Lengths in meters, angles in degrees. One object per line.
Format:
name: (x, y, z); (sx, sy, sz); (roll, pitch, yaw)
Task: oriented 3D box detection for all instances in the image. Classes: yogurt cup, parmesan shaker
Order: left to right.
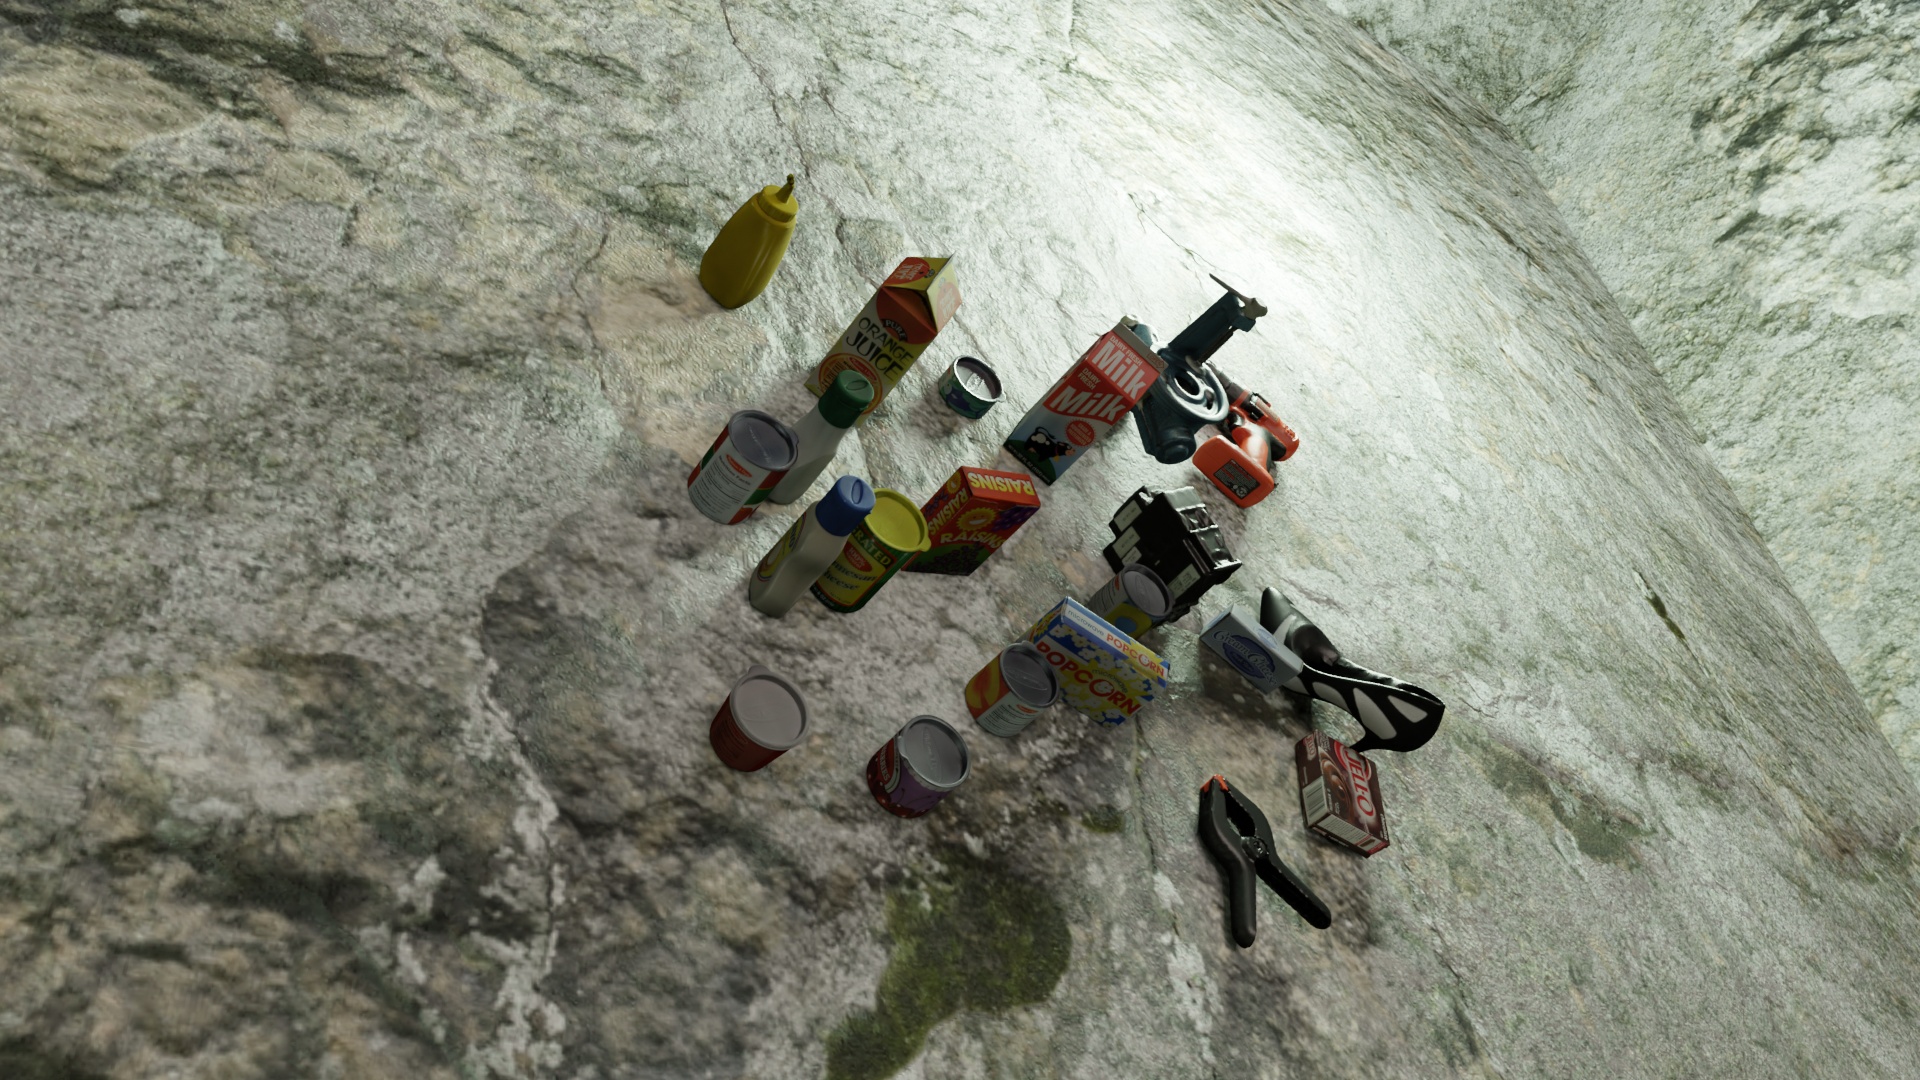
yogurt cup: (-0.157, 0.142, 1.069); (0.072, 0.053, 0.073); (24, 42, -24)
parmesan shaker: (-0.081, 0.012, 1.216); (0.071, 0.102, 0.072); (24, 42, -24)

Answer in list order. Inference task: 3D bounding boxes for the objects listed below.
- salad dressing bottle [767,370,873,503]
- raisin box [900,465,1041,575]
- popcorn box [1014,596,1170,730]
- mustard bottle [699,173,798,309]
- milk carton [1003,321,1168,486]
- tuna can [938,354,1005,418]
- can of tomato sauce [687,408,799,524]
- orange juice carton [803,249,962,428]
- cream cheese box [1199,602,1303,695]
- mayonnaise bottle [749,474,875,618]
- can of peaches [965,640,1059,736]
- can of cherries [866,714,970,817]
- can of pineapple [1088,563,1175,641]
salad dressing bottle: (-0.129, -0.092, 1.233); (0.064, 0.147, 0.044); (-22, 72, -50)
raisin box: (0.005, -0.016, 1.303); (0.086, 0.122, 0.040); (7, 52, -38)
popcorn box: (0.122, 0.117, 1.316); (0.126, 0.085, 0.038); (33, 39, -14)
mustard bottle: (-0.196, -0.296, 1.350); (0.065, 0.159, 0.049); (48, 38, 4)
milk carton: (0.137, -0.151, 1.490); (0.072, 0.189, 0.074); (41, 38, -5)
tuna can: (0.013, -0.166, 1.521); (0.071, 0.032, 0.071); (24, 42, -24)
can of tomato sauce: (-0.189, -0.064, 1.206); (0.071, 0.082, 0.071); (24, 42, -24)
orange juice carton: (-0.066, -0.205, 1.356); (0.073, 0.191, 0.072); (39, 38, -7)
cream cheese box: (0.316, 0.119, 1.513); (0.104, 0.053, 0.024); (40, 38, -5)
mayonnaise bottle: (-0.123, 0.002, 1.152); (0.041, 0.147, 0.065); (28, 41, -21)
can of peaches: (0.047, 0.134, 1.255); (0.071, 0.057, 0.071); (24, 42, -24)
can of cherries: (-0.037, 0.184, 1.135); (0.071, 0.058, 0.072); (24, 42, -24)
can of pineapple: (0.176, 0.067, 1.432); (0.071, 0.057, 0.071); (24, 42, -24)
